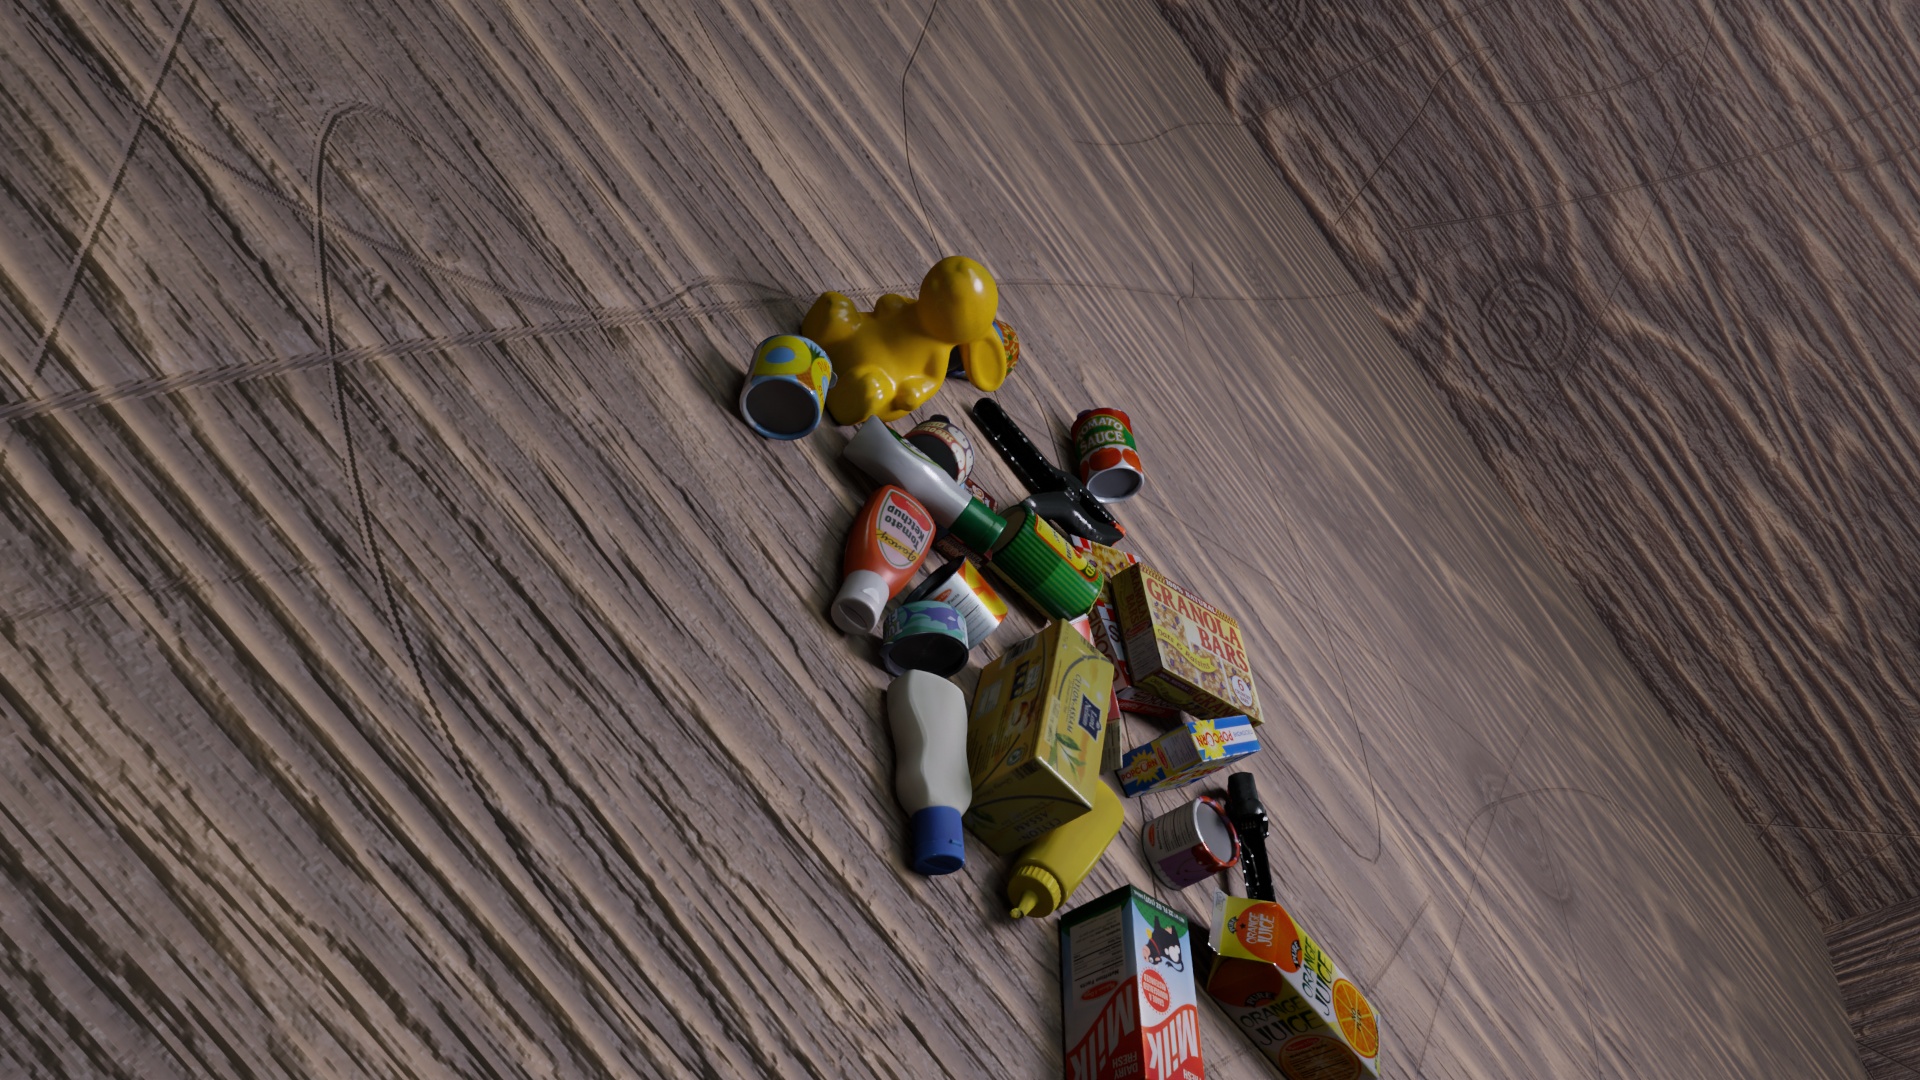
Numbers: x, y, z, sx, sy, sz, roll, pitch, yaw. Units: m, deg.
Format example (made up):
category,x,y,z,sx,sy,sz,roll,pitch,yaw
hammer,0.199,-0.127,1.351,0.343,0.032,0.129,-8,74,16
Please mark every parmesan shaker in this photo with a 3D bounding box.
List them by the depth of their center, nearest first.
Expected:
category,x,y,z,sx,sy,sz,roll,pitch,yaw
parmesan shaker,0.073,0.023,1.264,0.103,0.071,0.072,42,33,-23

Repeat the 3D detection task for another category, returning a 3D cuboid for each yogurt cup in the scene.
category,x,y,z,sx,sy,sz,roll,pitch,yaw
yogurt cup,0.089,0.101,1.220,0.072,0.072,0.054,-16,82,-59

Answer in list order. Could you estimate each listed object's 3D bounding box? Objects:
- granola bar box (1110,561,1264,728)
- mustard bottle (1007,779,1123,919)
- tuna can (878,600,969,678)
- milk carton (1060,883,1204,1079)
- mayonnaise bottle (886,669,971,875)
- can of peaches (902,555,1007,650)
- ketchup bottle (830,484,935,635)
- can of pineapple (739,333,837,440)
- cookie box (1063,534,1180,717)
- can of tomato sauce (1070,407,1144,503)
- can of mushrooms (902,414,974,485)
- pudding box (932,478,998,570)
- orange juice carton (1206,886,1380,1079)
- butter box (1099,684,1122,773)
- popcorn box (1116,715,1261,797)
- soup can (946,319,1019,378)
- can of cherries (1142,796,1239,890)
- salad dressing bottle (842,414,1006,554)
category,x,y,z,sx,sy,sz,roll,pitch,yaw
granola bar box,0.218,0.106,1.337,0.165,0.039,0.125,29,39,-38
mustard bottle,0.073,0.244,1.060,0.049,0.065,0.161,50,36,0
tuna can,-0.030,0.078,1.072,0.071,0.071,0.033,31,37,-36
milk carton,0.125,0.358,1.008,0.072,0.073,0.191,37,35,-30
mayonnaise bottle,-0.021,0.170,1.019,0.064,0.041,0.149,29,40,-36
can of peaches,-0.004,0.054,1.131,0.058,0.071,0.071,50,31,-9
ketchup bottle,-0.065,0.018,1.101,0.064,0.043,0.149,42,33,-14
can of pineapple,-0.137,-0.122,1.109,0.071,0.070,0.058,39,35,-27
cookie box,0.154,0.085,1.349,0.123,0.040,0.168,17,46,-48
can of tomato sauce,0.158,-0.092,1.498,0.071,0.071,0.083,27,41,-39
can of mushrooms,-0.024,-0.073,1.220,0.071,0.071,0.033,53,32,-4
pudding box,0.004,-0.016,1.244,0.049,0.030,0.084,40,34,-23
orange juice carton,0.276,0.385,1.195,0.192,0.072,0.072,48,31,-12
butter box,0.123,0.156,1.197,0.103,0.024,0.053,79,1,-56
popcorn box,0.209,0.197,1.273,0.127,0.085,0.038,5,58,-54
soup can,0.011,-0.192,1.389,0.084,0.071,0.071,3,58,-54
can of cherries,0.205,0.267,1.224,0.071,0.058,0.072,35,36,-30
salad dressing bottle,-0.029,-0.046,1.176,0.147,0.044,0.064,37,-4,-4
